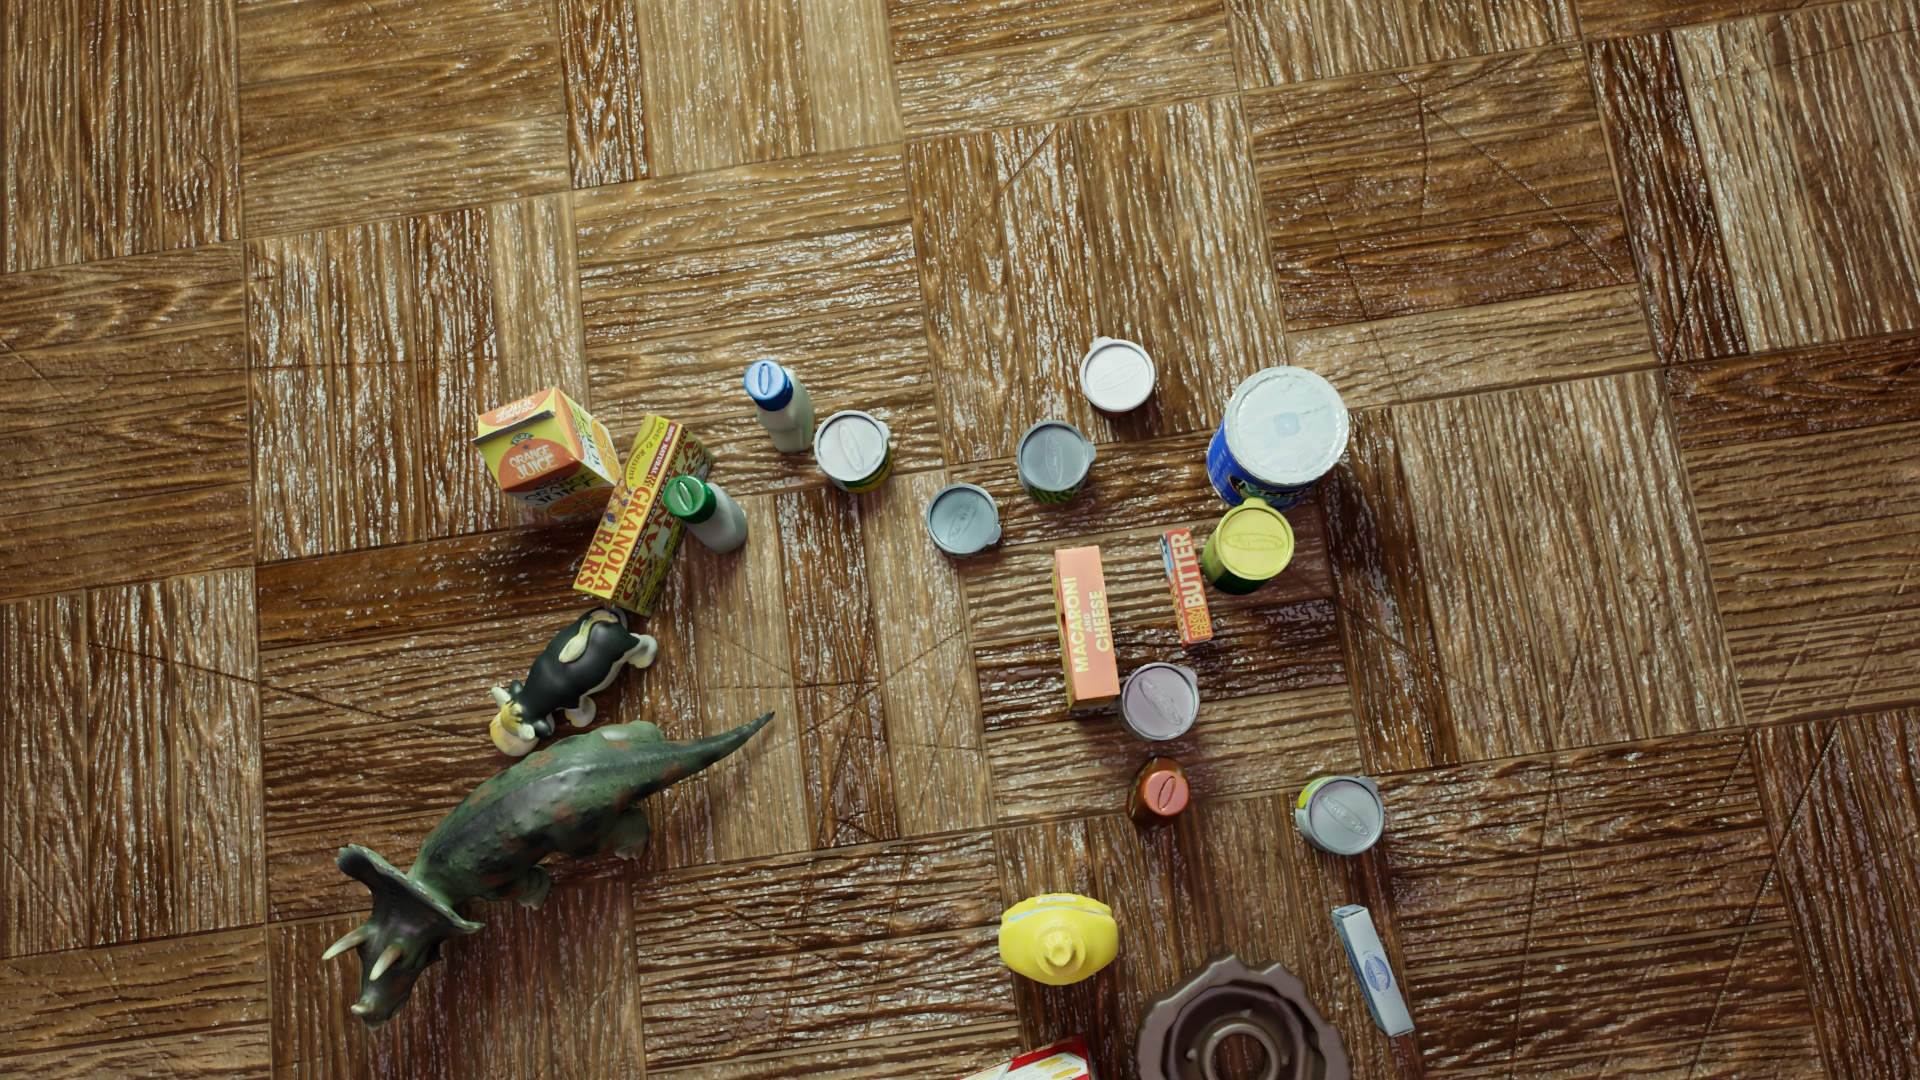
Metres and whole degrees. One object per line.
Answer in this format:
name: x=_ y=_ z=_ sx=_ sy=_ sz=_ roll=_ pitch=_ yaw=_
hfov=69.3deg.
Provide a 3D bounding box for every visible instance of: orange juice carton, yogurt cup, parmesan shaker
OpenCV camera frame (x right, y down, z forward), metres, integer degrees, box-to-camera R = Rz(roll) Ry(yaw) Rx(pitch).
orange juice carton: x=-0.363 y=-0.078 z=1.228 sx=0.072 sy=0.192 sz=0.073 roll=-21 pitch=80 yaw=0
yogurt cup: x=0.144 y=-0.146 z=1.283 sx=0.072 sy=0.054 sz=0.072 roll=-1 pitch=80 yaw=3
parmesan shaker: x=0.252 y=0.007 z=1.224 sx=0.071 sy=0.103 sz=0.071 roll=-1 pitch=80 yaw=3

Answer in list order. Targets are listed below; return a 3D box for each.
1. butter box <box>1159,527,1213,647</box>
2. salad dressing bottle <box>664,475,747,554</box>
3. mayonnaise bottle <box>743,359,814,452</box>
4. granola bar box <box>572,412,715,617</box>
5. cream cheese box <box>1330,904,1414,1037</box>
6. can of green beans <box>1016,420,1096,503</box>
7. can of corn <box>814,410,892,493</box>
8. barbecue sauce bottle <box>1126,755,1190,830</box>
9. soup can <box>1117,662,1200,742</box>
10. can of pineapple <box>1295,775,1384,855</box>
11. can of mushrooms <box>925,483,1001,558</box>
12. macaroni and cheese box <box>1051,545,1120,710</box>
butter box: x=0.202 y=0.043 z=1.245 sx=0.024 sy=0.053 sz=0.103 roll=-11 pitch=79 yaw=1
salad dressing bottle: x=-0.226 y=-0.026 z=1.234 sx=0.044 sy=0.147 sz=0.064 roll=-24 pitch=80 yaw=-1
mayonnaise bottle: x=-0.162 y=-0.124 z=1.248 sx=0.041 sy=0.148 sz=0.065 roll=-2 pitch=80 yaw=3
granola bar box: x=-0.280 y=-0.019 z=1.247 sx=0.039 sy=0.124 sz=0.166 roll=20 pitch=81 yaw=7
cream cheese box: x=0.348 y=0.363 z=1.177 sx=0.024 sy=0.053 sz=0.104 roll=-20 pitch=79 yaw=0
can of green beans: x=0.085 y=-0.071 z=1.270 sx=0.071 sy=0.057 sz=0.071 roll=-1 pitch=80 yaw=3
can of corn: x=-0.095 y=-0.082 z=1.282 sx=0.071 sy=0.058 sz=0.071 roll=-1 pitch=80 yaw=3
barbecue sauce bottle: x=0.168 y=0.212 z=1.167 sx=0.044 sy=0.148 sz=0.065 roll=23 pitch=82 yaw=7
soup can: x=0.174 y=0.141 z=1.213 sx=0.071 sy=0.083 sz=0.071 roll=-1 pitch=80 yaw=3
can of pineapple: x=0.328 y=0.236 z=1.200 sx=0.071 sy=0.058 sz=0.071 roll=-1 pitch=80 yaw=3
can of mushrooms: x=0.005 y=-0.016 z=1.277 sx=0.071 sy=0.033 sz=0.071 roll=-1 pitch=80 yaw=3
macaroni and cheese box: x=0.104 y=0.079 z=1.186 sx=0.040 sy=0.166 sz=0.124 roll=-8 pitch=80 yaw=2
